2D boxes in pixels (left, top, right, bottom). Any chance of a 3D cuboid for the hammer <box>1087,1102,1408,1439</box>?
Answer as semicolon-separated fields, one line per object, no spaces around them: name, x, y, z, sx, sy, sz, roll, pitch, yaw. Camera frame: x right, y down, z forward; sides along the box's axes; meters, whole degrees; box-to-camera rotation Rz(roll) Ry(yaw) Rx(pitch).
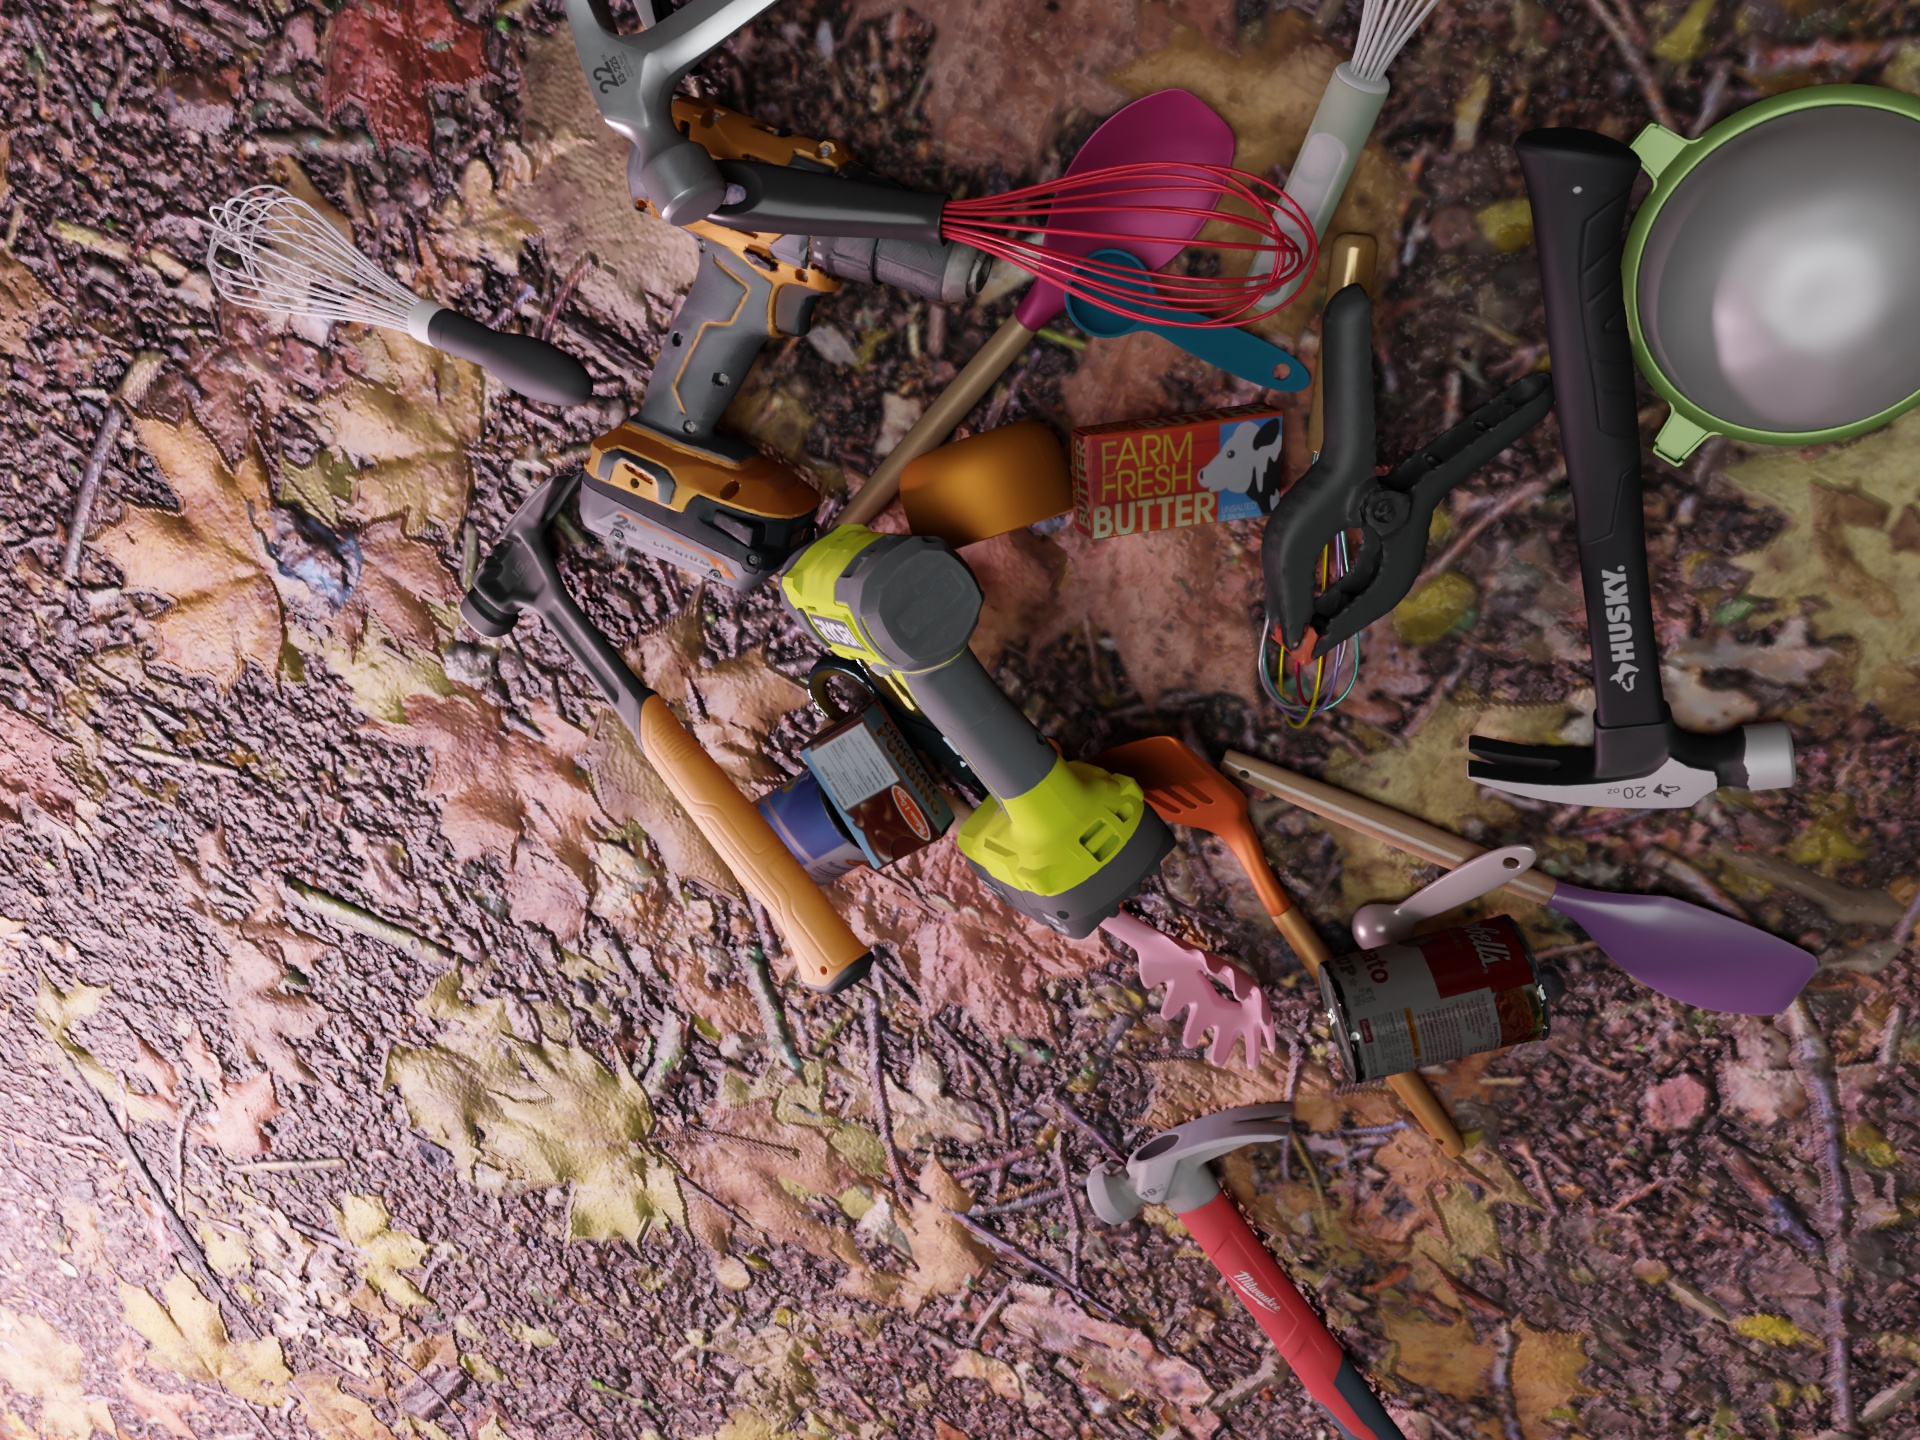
hammer;0.245;0.408;1.005;0.143;0.038;0.386;-31;101;28

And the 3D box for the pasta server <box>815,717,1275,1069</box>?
pasta server;0.048;0.094;0.914;0.316;0.040;0.060;34;135;0

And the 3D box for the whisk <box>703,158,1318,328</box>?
whisk;0.012;-0.225;0.720;0.296;0.073;0.073;10;118;11

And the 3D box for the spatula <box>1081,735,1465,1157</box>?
spatula;0.187;0.129;0.886;0.322;0.041;0.081;53;143;-11

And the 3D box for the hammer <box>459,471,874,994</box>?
hammer;-0.160;0.014;0.913;0.337;0.034;0.127;50;122;11

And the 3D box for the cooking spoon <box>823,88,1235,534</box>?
cooking spoon;0.017;-0.185;0.808;0.068;0.017;0.319;34;124;-18

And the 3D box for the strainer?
strainer;0.401;-0.183;0.634;0.256;0.069;0.151;-4;113;24

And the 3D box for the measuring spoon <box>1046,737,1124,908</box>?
measuring spoon;0.068;0.062;0.915;0.021;0.011;0.116;-17;108;27

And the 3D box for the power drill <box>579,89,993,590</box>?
power drill;-0.094;-0.184;0.818;0.185;0.084;0.226;22;116;9

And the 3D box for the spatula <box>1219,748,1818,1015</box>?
spatula;0.286;0.082;0.839;0.316;0.018;0.059;23;125;8

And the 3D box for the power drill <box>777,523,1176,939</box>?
power drill;-0.001;-0.003;0.811;0.223;0.080;0.171;52;166;-22

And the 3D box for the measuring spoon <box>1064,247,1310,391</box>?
measuring spoon;0.110;-0.190;0.767;0.128;0.021;0.042;22;116;-10

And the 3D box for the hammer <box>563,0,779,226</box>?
hammer;0.003;-0.378;0.661;0.405;0.035;0.144;-29;90;17

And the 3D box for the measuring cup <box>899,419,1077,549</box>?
measuring cup;-0.016;-0.112;0.832;0.174;0.095;0.052;-10;100;46

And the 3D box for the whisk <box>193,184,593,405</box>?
whisk;-0.309;-0.224;0.860;0.285;0.070;0.070;26;122;21

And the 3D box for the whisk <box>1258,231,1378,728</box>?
whisk;0.178;-0.109;0.772;0.051;0.047;0.244;10;115;17

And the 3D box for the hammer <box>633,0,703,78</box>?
hammer;0.023;-0.367;0.707;0.409;0.036;0.149;7;118;17

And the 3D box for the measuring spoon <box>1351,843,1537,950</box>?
measuring spoon;0.255;0.097;0.843;0.034;0.018;0.124;39;136;-9

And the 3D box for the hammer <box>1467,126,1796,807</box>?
hammer;0.282;-0.097;0.708;0.146;0.035;0.334;-7;124;23

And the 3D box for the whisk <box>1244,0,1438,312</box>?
whisk;0.172;-0.277;0.667;0.058;0.059;0.246;30;136;10
